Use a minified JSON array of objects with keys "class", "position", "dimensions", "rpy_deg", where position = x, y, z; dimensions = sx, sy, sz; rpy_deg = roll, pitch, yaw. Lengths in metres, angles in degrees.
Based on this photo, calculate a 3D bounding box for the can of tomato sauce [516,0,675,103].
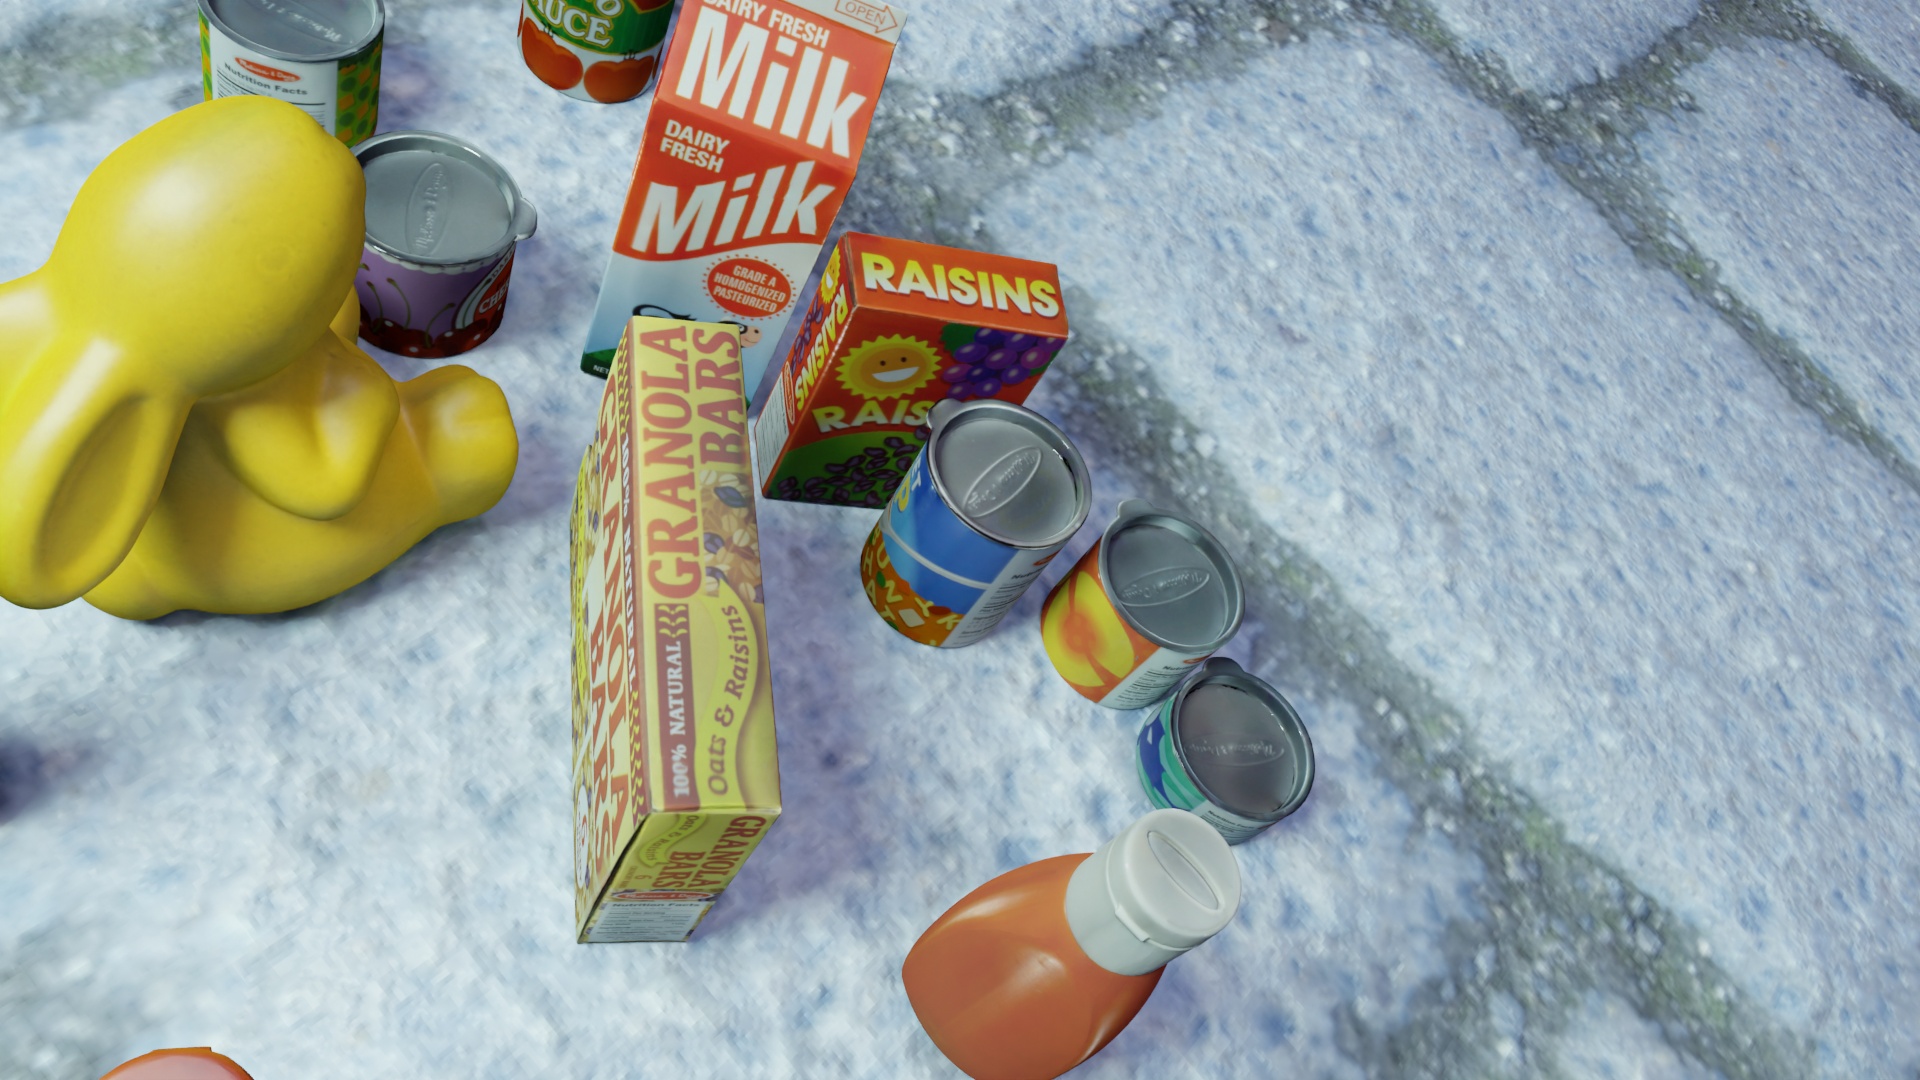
[{"class":"can of tomato sauce","position":[-0.163,-0.250,0.627],"dimensions":[0.071,0.082,0.071],"rpy_deg":[12,55,-18]}]

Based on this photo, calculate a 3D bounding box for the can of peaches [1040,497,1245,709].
[{"class":"can of peaches","position":[0.073,0.027,0.572],"dimensions":[0.071,0.057,0.071],"rpy_deg":[12,55,-18]}]

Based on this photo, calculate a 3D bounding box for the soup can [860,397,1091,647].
[{"class":"soup can","position":[0.002,-0.007,0.544],"dimensions":[0.071,0.083,0.072],"rpy_deg":[12,55,-18]}]

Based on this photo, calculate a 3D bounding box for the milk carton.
[{"class":"milk carton","position":[-0.084,-0.135,0.520],"dimensions":[0.072,0.189,0.074],"rpy_deg":[16,54,-15]}]

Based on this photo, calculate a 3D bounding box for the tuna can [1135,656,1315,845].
[{"class":"tuna can","position":[0.106,0.086,0.566],"dimensions":[0.071,0.032,0.071],"rpy_deg":[12,55,-18]}]

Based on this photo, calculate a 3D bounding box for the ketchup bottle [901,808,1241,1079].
[{"class":"ketchup bottle","position":[0.033,0.127,0.429],"dimensions":[0.065,0.148,0.044],"rpy_deg":[46,52,8]}]

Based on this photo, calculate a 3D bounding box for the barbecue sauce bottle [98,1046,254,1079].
[{"class":"barbecue sauce bottle","position":[-0.176,0.149,0.315],"dimensions":[0.065,0.147,0.044],"rpy_deg":[5,57,-23]}]

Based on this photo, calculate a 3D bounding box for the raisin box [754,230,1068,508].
[{"class":"raisin box","position":[-0.023,-0.061,0.543],"dimensions":[0.086,0.122,0.040],"rpy_deg":[5,57,-23]}]

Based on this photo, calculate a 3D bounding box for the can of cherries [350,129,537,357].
[{"class":"can of cherries","position":[-0.203,-0.111,0.532],"dimensions":[0.071,0.058,0.072],"rpy_deg":[12,55,-18]}]

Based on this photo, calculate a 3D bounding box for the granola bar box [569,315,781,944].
[{"class":"granola bar box","position":[-0.098,0.031,0.446],"dimensions":[0.039,0.123,0.166],"rpy_deg":[4,58,-23]}]

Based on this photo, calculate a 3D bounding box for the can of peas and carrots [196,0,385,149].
[{"class":"can of peas and carrots","position":[-0.267,-0.196,0.557],"dimensions":[0.071,0.058,0.071],"rpy_deg":[12,55,-18]}]
